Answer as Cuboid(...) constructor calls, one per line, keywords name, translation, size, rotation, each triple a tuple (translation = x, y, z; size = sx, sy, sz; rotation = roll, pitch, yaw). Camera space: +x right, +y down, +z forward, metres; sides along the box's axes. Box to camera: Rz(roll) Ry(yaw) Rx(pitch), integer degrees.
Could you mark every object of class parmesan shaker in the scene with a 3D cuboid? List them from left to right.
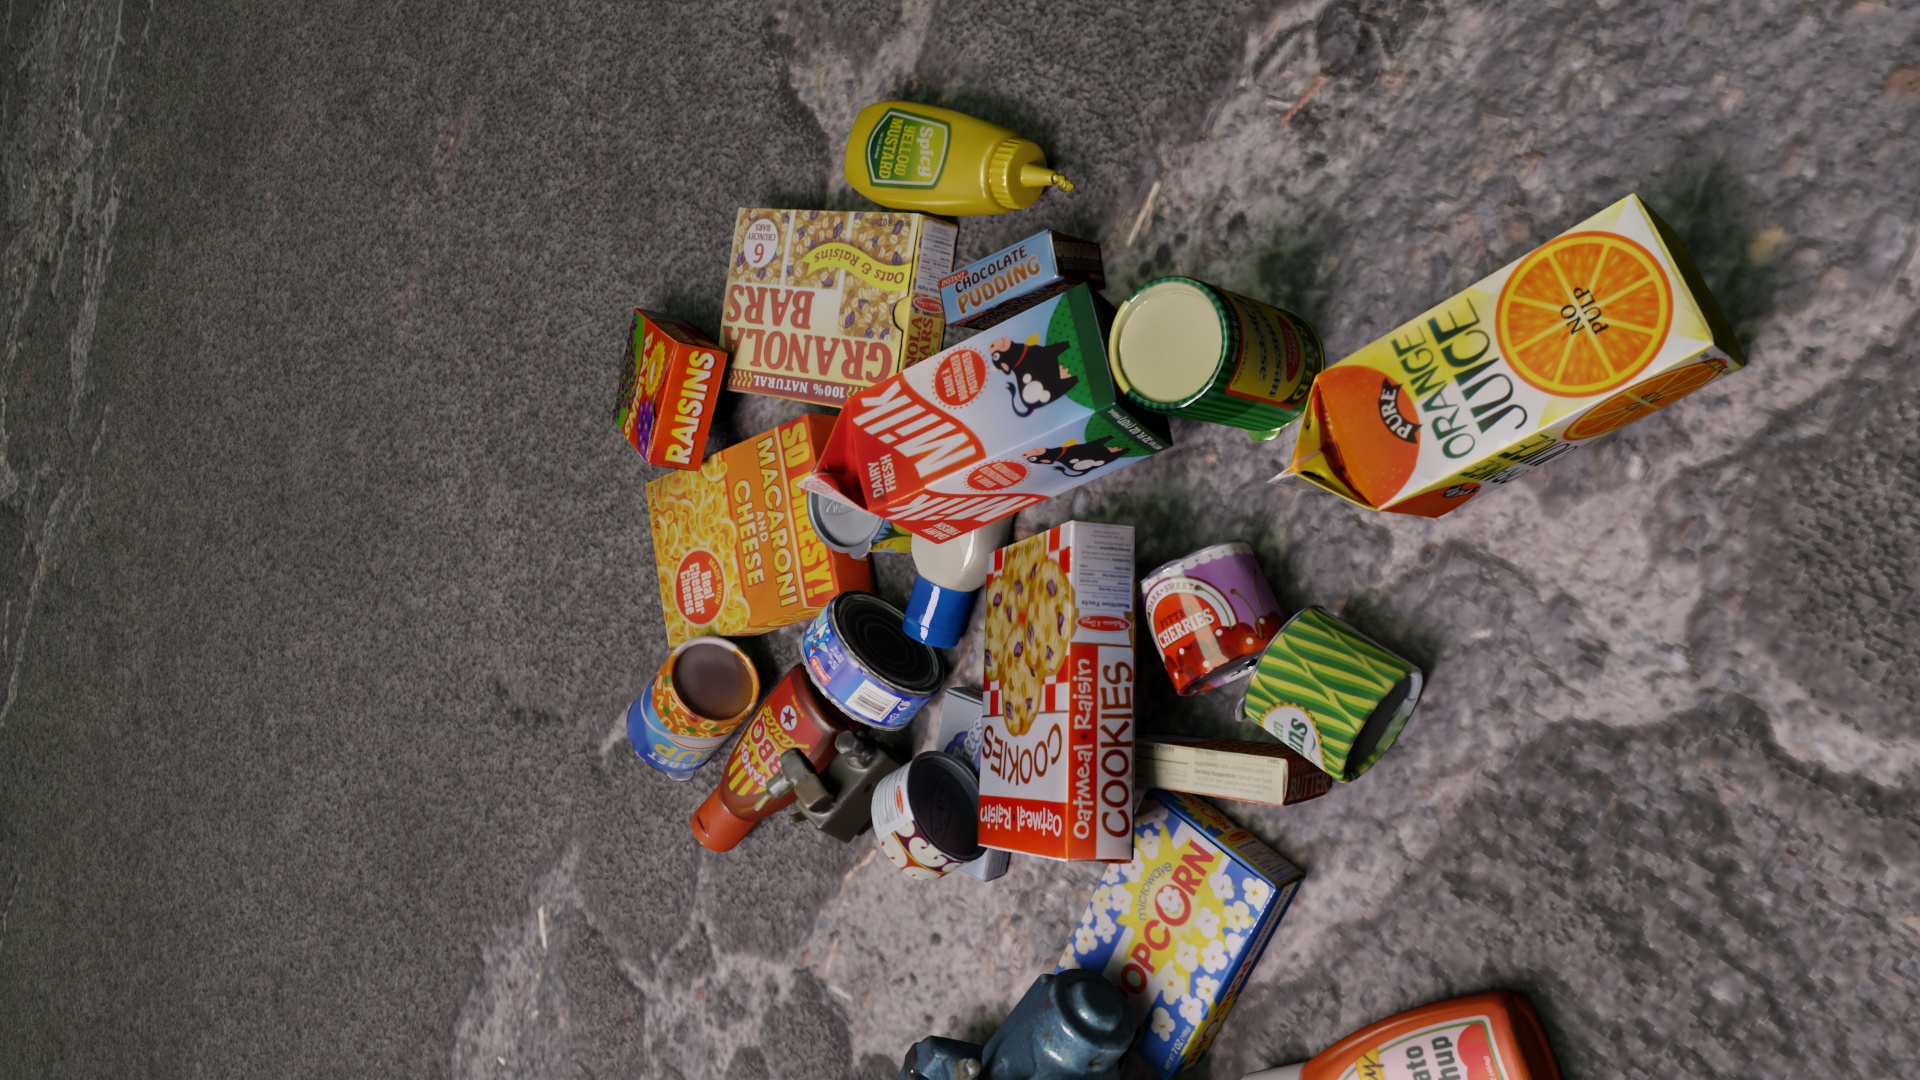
Cuboid(name="parmesan shaker", translation=(0.128, -0.088, 0.688), size=(0.071, 0.103, 0.071), rotation=(-1, 88, 38))

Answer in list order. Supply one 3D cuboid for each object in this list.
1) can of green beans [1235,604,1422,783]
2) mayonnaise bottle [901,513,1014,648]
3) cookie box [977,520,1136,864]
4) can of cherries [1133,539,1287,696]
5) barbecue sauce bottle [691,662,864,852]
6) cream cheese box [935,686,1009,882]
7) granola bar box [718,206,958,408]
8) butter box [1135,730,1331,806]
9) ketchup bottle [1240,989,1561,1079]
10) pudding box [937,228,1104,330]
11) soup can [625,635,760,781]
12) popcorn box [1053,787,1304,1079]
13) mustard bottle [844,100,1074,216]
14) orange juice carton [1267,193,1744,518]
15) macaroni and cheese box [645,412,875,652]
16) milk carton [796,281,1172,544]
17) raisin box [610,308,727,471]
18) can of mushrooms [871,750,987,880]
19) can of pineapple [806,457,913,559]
Cuboid(name="can of green beans", translation=(0.178, 0.074, 0.666), size=(0.058, 0.071, 0.071), rotation=(36, 110, 33))
Cuboid(name="mayonnaise bottle", translation=(0.003, -0.010, 0.824), size=(0.065, 0.041, 0.147), rotation=(28, 106, 38))
Cuboid(name="cookie box", translation=(0.050, 0.082, 0.735), size=(0.122, 0.040, 0.167), rotation=(156, 118, -69))
Cuboid(name="can of cherries", translation=(0.127, 0.040, 0.705), size=(0.071, 0.071, 0.058), rotation=(-34, 69, 32))
Cuboid(name="barbecue sauce bottle", translation=(-0.125, 0.148, 0.915), size=(0.148, 0.044, 0.065), rotation=(-49, 58, 26))
Cuboid(name="cream cheese box", translation=(0.009, 0.144, 0.823), size=(0.053, 0.024, 0.103), rotation=(15, 97, 38))
Cuboid(name="granola bar box", translation=(-0.085, -0.149, 0.897), size=(0.165, 0.039, 0.124), rotation=(12, 96, 38))
Cuboid(name="butter box", translation=(0.131, 0.115, 0.711), size=(0.103, 0.053, 0.024), rotation=(1, 89, 38))
Cuboid(name="ketchup bottle", translation=(0.203, 0.258, 0.655), size=(0.148, 0.043, 0.065), rotation=(-28, 70, 35))
Cuboid(name="pudding box", translation=(0.034, -0.148, 0.797), size=(0.083, 0.050, 0.030), rotation=(-16, 80, 36))
Cuboid(name="soup can", translation=(-0.178, 0.113, 0.930), size=(0.083, 0.071, 0.071), rotation=(-46, 62, 46))
Cuboid(name="popcorn box", translation=(0.113, 0.203, 0.731), size=(0.085, 0.038, 0.126), rotation=(34, 109, 33))
Cuboid(name="mustard bottle", translation=(0.001, -0.224, 0.826), size=(0.160, 0.049, 0.065), rotation=(19, 99, 37))
Cuboid(name="orange juice carton", translation=(0.234, -0.066, 0.624), size=(0.192, 0.072, 0.073), rotation=(-31, 70, 33))
Cuboid(name="macaroni and cheese box", translation=(-0.137, -0.002, 0.932), size=(0.166, 0.040, 0.124), rotation=(-19, 77, 37))
Cuboid(name="milk carton", translation=(0.008, -0.056, 0.744), size=(0.190, 0.072, 0.074), rotation=(-23, 64, 26))
Cuboid(name="raisin box", translation=(-0.203, -0.106, 0.958), size=(0.123, 0.040, 0.086), rotation=(38, 114, 58))
Cuboid(name="can of mushrooms", translation=(-0.015, 0.157, 0.784), size=(0.033, 0.071, 0.071), rotation=(-36, 68, 31))
Cuboid(name="can of pineapple", translation=(-0.052, -0.023, 0.855), size=(0.071, 0.058, 0.071), rotation=(-1, 88, 38))
